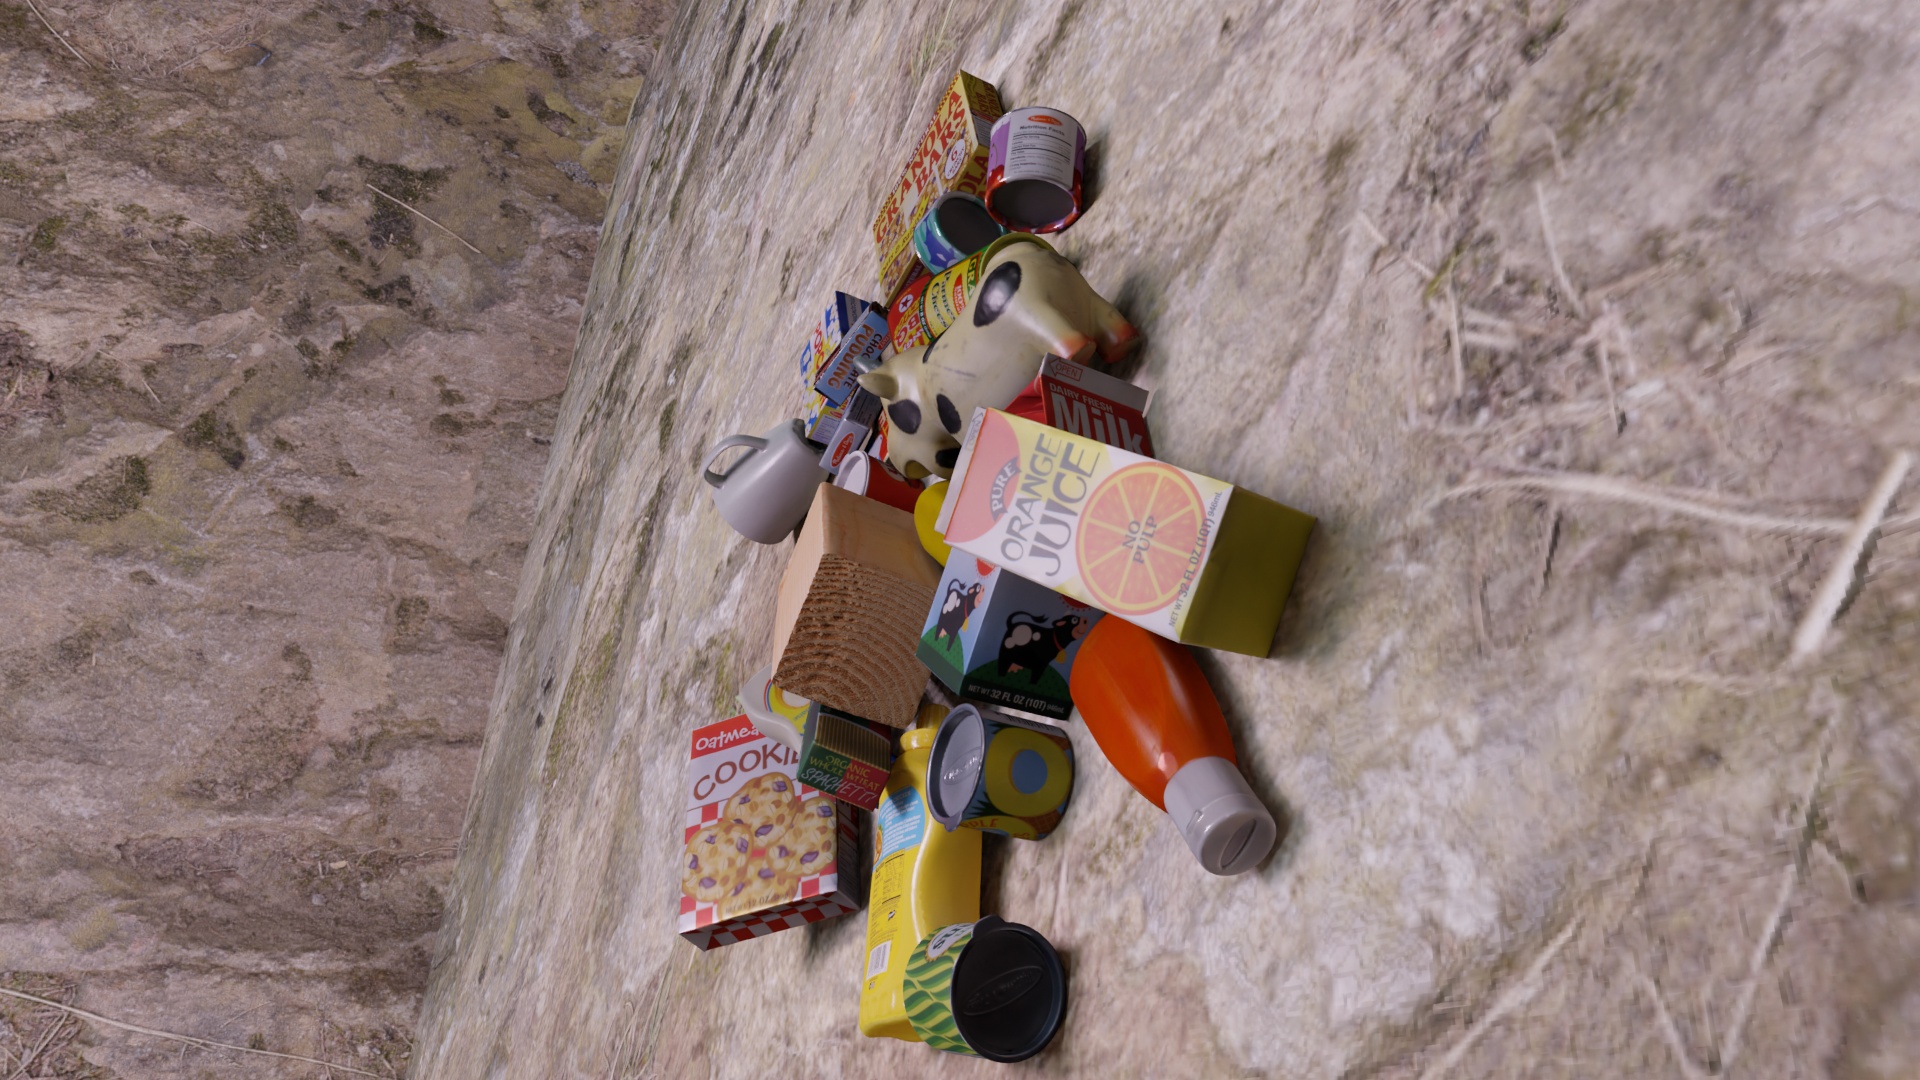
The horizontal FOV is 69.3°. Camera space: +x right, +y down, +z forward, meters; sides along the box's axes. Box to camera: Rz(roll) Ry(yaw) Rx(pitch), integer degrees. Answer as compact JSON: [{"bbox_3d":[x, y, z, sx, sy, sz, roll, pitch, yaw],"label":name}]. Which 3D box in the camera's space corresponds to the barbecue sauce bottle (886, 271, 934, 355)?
[{"bbox_3d":[-0.019,-0.141,1.044,0.064,0.043,0.149,-42,35,23],"label":"barbecue sauce bottle"}]

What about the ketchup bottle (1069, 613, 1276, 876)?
[{"bbox_3d":[0.097,0.092,0.644,0.064,0.043,0.149,-64,26,20],"label":"ketchup bottle"}]

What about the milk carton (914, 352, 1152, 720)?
[{"bbox_3d":[0.046,-0.005,0.781,0.073,0.072,0.190,30,102,65],"label":"milk carton"}]

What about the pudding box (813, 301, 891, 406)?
[{"bbox_3d":[-0.087,-0.156,1.154,0.083,0.030,0.050,-50,15,13],"label":"pudding box"}]

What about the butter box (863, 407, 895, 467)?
[{"bbox_3d":[-0.049,-0.084,1.098,0.103,0.024,0.053,-62,27,24],"label":"butter box"}]

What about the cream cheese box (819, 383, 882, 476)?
[{"bbox_3d":[-0.085,-0.101,1.149,0.053,0.024,0.104,-55,10,33],"label":"cream cheese box"}]

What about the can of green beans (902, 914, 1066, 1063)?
[{"bbox_3d":[0.011,0.229,0.708,0.057,0.071,0.071,-27,50,59],"label":"can of green beans"}]

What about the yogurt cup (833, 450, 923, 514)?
[{"bbox_3d":[-0.063,-0.029,1.054,0.072,0.054,0.073,-44,37,47],"label":"yogurt cup"}]

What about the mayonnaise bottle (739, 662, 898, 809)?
[{"bbox_3d":[-0.092,0.133,0.967,0.065,0.041,0.148,-36,43,-21],"label":"mayonnaise bottle"}]

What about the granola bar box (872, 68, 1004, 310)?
[{"bbox_3d":[-0.016,-0.283,1.142,0.164,0.039,0.125,-54,31,36],"label":"granola bar box"}]

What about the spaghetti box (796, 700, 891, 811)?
[{"bbox_3d":[-0.072,0.106,0.908,0.251,0.050,0.028,-101,36,-76],"label":"spaghetti box"}]

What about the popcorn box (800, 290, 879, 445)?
[{"bbox_3d":[-0.110,-0.156,1.259,0.084,0.038,0.127,-55,29,33],"label":"popcorn box"}]

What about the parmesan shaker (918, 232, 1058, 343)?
[{"bbox_3d":[0.021,-0.163,0.951,0.103,0.071,0.071,-9,66,64],"label":"parmesan shaker"}]

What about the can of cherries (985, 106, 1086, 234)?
[{"bbox_3d":[0.051,-0.249,0.945,0.071,0.071,0.058,-33,46,55],"label":"can of cherries"}]

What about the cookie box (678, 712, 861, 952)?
[{"bbox_3d":[-0.135,0.197,1.000,0.123,0.040,0.168,-18,47,14],"label":"cookie box"}]

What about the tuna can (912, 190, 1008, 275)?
[{"bbox_3d":[0.002,-0.222,1.033,0.032,0.071,0.071,-40,40,50],"label":"tuna can"}]

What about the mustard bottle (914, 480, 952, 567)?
[{"bbox_3d":[0.003,-0.011,0.893,0.160,0.065,0.048,-149,59,-70],"label":"mustard bottle"}]

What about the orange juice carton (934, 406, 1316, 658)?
[{"bbox_3d":[0.062,-0.011,0.668,0.193,0.073,0.071,23,95,43],"label":"orange juice carton"}]

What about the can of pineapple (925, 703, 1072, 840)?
[{"bbox_3d":[0.020,0.130,0.764,0.070,0.058,0.071,-45,36,47],"label":"can of pineapple"}]
